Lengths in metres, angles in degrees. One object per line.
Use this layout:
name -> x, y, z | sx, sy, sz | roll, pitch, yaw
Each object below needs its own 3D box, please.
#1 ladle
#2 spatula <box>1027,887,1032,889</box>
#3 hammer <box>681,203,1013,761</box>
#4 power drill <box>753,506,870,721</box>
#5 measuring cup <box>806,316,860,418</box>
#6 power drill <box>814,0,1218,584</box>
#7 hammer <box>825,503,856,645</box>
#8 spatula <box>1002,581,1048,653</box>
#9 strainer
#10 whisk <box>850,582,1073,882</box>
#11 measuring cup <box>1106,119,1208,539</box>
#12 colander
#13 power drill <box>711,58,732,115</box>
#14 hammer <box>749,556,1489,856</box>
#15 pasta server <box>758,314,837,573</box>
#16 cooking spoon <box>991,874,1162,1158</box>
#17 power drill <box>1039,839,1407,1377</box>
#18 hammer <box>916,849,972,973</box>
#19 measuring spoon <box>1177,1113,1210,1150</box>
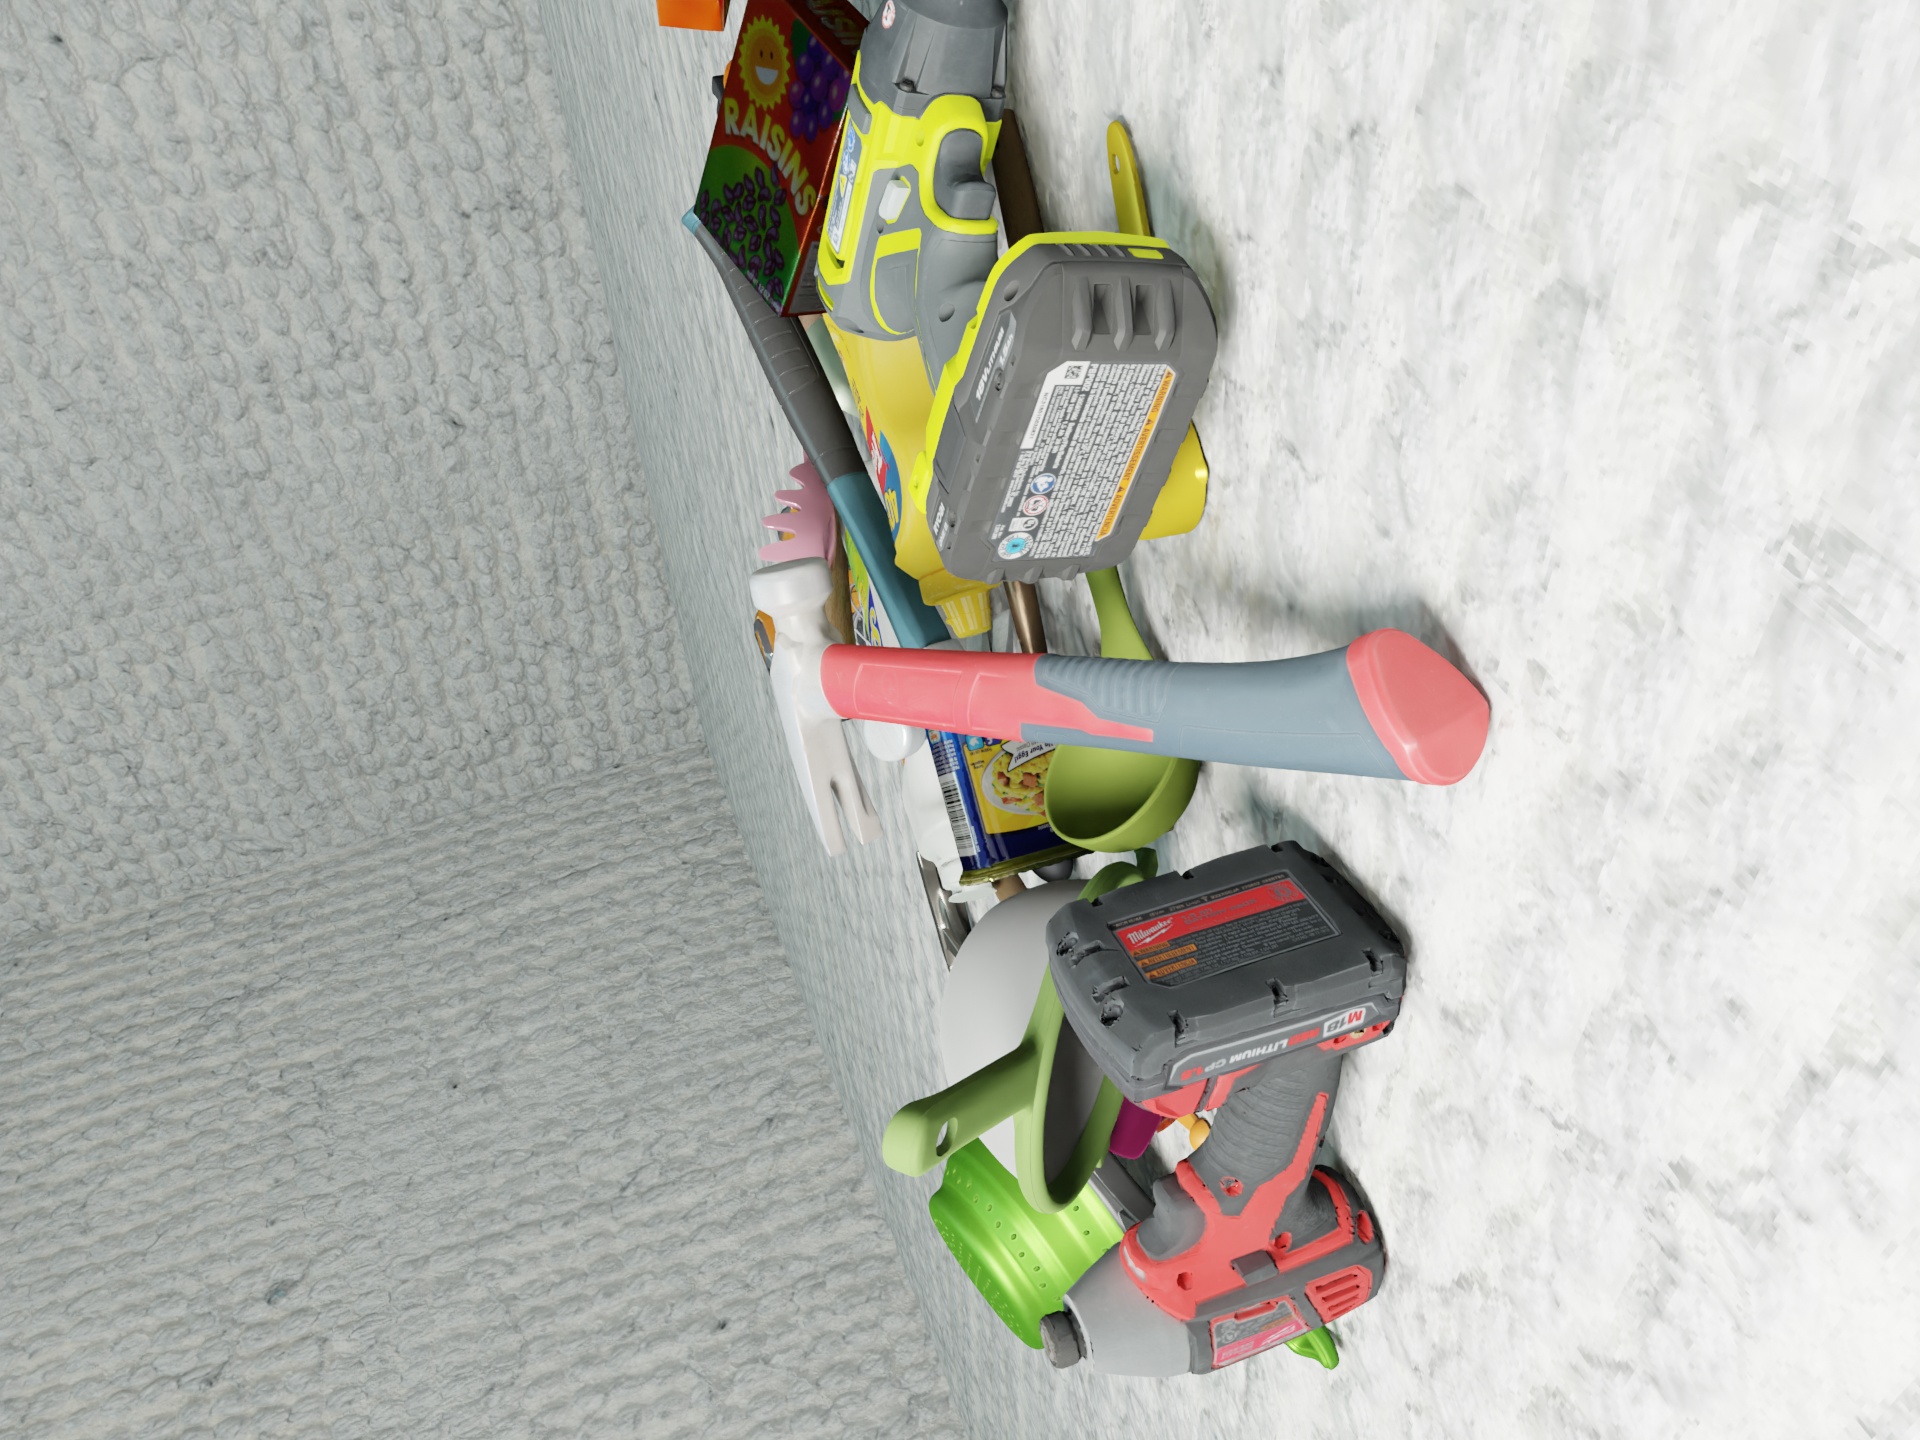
ladle -> 0.043, -0.101, 0.681 | 0.078, 0.062, 0.320 | -8, 96, 50
spatula -> 0.085, 0.111, 0.795 | 0.317, 0.044, 0.082 | 138, 126, -74
hammer -> -0.066, -0.139, 0.845 | 0.033, 0.128, 0.331 | -31, 82, 36
power drill -> -0.103, -0.059, 1.298 | 0.226, 0.084, 0.185 | 122, 128, -67
measuring cup -> -0.029, -0.180, 0.904 | 0.168, 0.083, 0.038 | 43, 116, 30
power drill -> 0.008, -0.176, 0.601 | 0.171, 0.080, 0.223 | 110, 146, -46
hammer -> -0.091, -0.148, 1.061 | 0.129, 0.031, 0.332 | 81, -179, -47
spatula -> 0.003, -0.183, 0.823 | 0.060, 0.018, 0.316 | -168, 63, -77
strainer -> 0.010, 0.131, 0.639 | 0.256, 0.069, 0.151 | -3, -76, -67
whisk -> -0.002, -0.002, 1.002 | 0.070, 0.070, 0.285 | 88, 156, -48
measuring cup -> 0.061, -0.143, 0.602 | 0.062, 0.029, 0.156 | -139, 34, -65
colander -> 0.073, 0.308, 0.896 | 0.204, 0.094, 0.397 | 58, 163, -8
power drill -> -0.081, -0.373, 0.785 | 0.226, 0.084, 0.164 | 98, 162, -50
hammer -> 0.034, 0.006, 0.611 | 0.386, 0.038, 0.143 | 7, 114, 55
pasta server -> -0.098, -0.207, 0.983 | 0.060, 0.040, 0.316 | 75, -170, -61
cooking spoon -> 0.044, 0.119, 0.860 | 0.068, 0.017, 0.319 | -67, 26, 18
power drill -> 0.094, 0.164, 0.608 | 0.079, 0.143, 0.219 | -125, 24, -53
hammer -> 0.041, 0.193, 1.101 | 0.359, 0.036, 0.149 | -150, 45, -72
measuring spoon -> 0.112, 0.211, 0.878 | 0.117, 0.011, 0.021 | -148, 43, -71
